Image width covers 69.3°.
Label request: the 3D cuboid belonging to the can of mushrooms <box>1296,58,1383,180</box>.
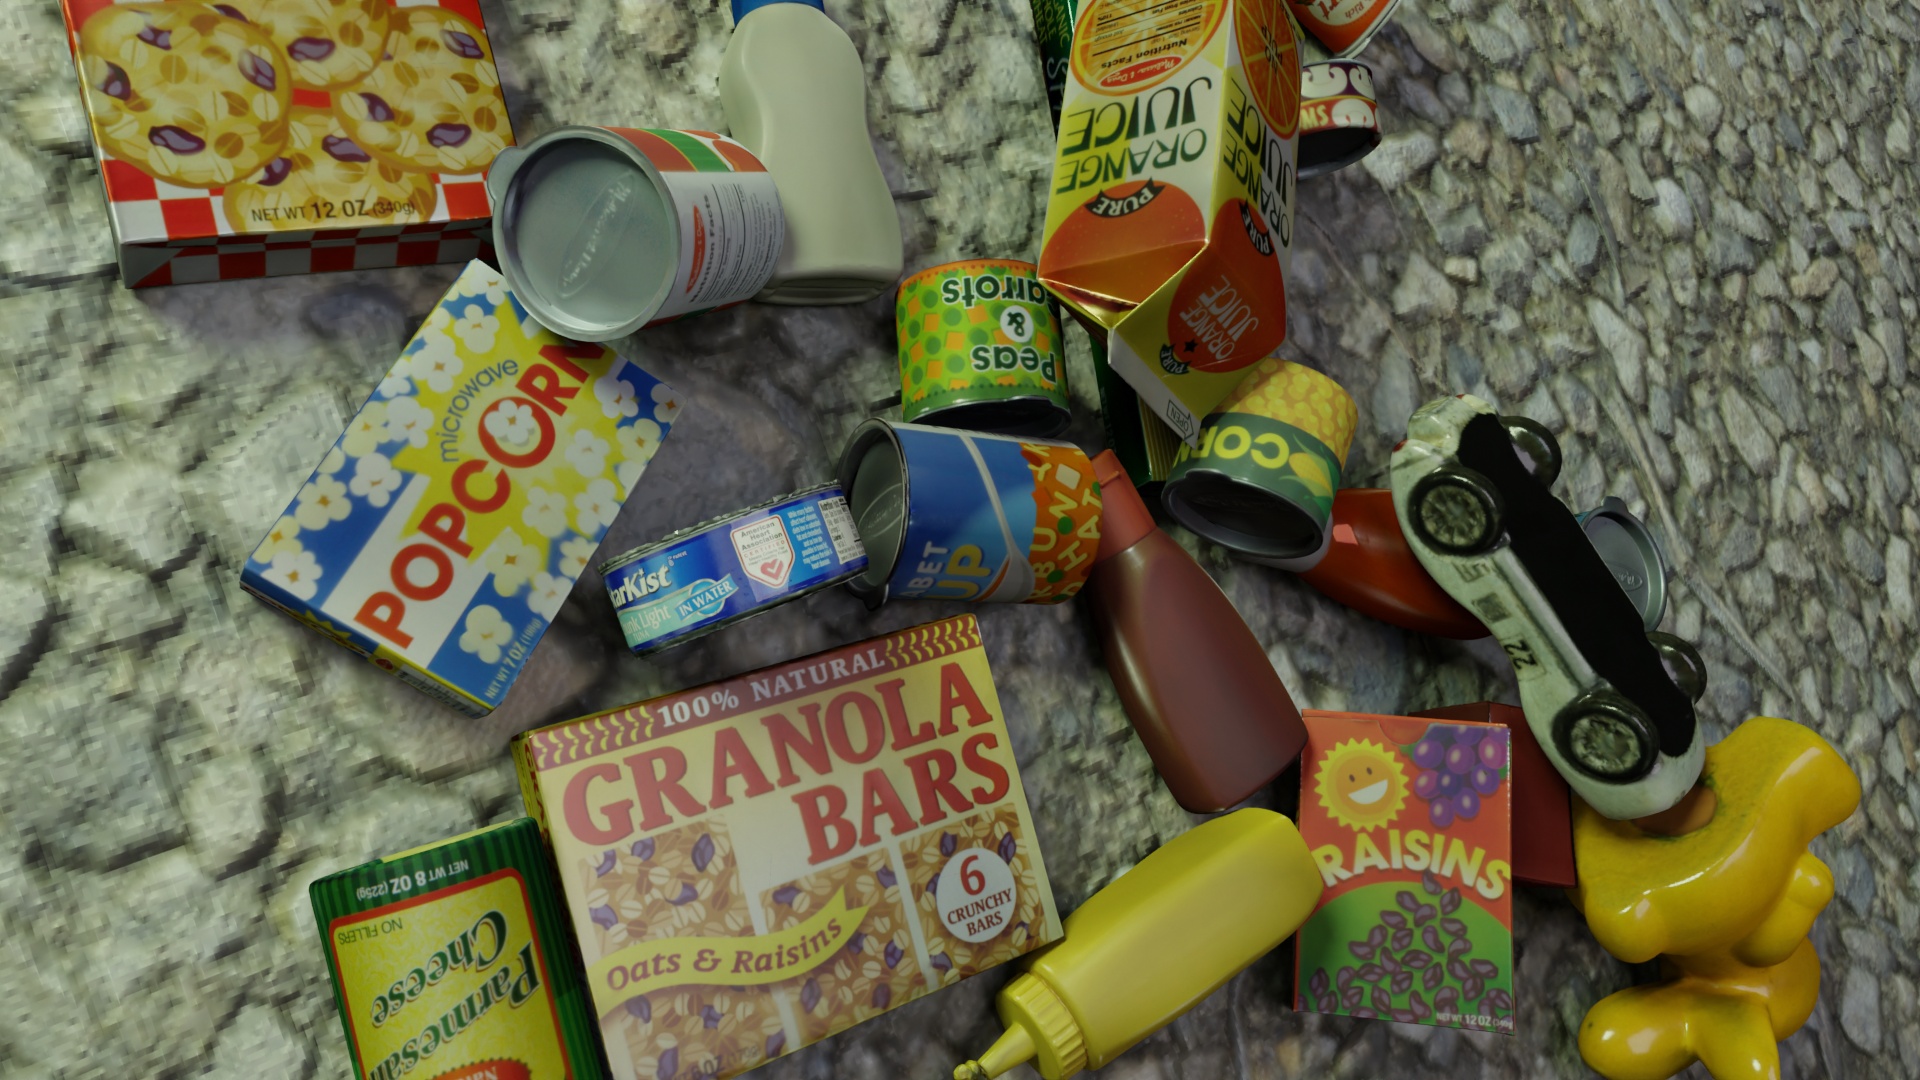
[{"bbox_3d":[0.164,-0.199,0.660,0.071,0.071,0.033,-5,82,-30],"label":"can of mushrooms"}]

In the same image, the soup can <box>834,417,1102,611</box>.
[{"bbox_3d":[0.002,-0.007,0.524,0.084,0.071,0.071,4,76,-28],"label":"soup can"}]

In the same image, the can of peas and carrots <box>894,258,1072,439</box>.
[{"bbox_3d":[0.009,-0.072,0.542,0.071,0.070,0.059,2,77,-29],"label":"can of peas and carrots"}]

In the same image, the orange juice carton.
[{"bbox_3d":[0.084,-0.136,0.544,0.071,0.073,0.193,36,56,-48],"label":"orange juice carton"}]

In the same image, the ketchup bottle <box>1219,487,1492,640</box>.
[{"bbox_3d":[0.187,0.004,0.636,0.149,0.043,0.065,13,69,-26],"label":"ketchup bottle"}]

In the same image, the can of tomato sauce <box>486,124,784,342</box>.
[{"bbox_3d":[-0.107,-0.106,0.470,0.071,0.071,0.083,59,22,-5],"label":"can of tomato sauce"}]

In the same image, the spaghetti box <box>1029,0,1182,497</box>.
[{"bbox_3d":[0.075,-0.143,0.620,0.050,0.028,0.250,-3,80,-30],"label":"spaghetti box"}]

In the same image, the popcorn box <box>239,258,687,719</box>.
[{"bbox_3d":[-0.159,-0.017,0.454,0.085,0.038,0.127,34,64,-17],"label":"popcorn box"}]

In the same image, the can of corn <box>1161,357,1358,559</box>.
[{"bbox_3d":[0.120,-0.034,0.561,0.071,0.071,0.058,29,69,-20],"label":"can of corn"}]

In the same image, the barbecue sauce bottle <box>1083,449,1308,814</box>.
[{"bbox_3d":[0.083,0.035,0.572,0.065,0.043,0.148,-32,93,-30],"label":"barbecue sauce bottle"}]

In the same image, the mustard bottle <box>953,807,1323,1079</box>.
[{"bbox_3d":[0.063,0.158,0.521,0.161,0.065,0.049,-28,88,-25],"label":"mustard bottle"}]

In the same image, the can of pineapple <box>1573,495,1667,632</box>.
[{"bbox_3d":[0.304,0.019,0.689,0.071,0.057,0.071,7,74,-28],"label":"can of pineapple"}]

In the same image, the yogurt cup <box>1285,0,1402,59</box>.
[{"bbox_3d":[0.193,-0.288,0.702,0.054,0.072,0.073,30,65,-11],"label":"yogurt cup"}]

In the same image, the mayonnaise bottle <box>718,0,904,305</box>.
[{"bbox_3d":[-0.064,-0.167,0.543,0.065,0.041,0.148,-5,79,-30],"label":"mayonnaise bottle"}]

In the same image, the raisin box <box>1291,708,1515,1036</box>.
[{"bbox_3d":[0.183,0.137,0.579,0.086,0.040,0.123,2,72,15],"label":"raisin box"}]

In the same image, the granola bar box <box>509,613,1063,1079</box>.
[{"bbox_3d":[-0.056,0.105,0.480,0.166,0.039,0.124,-13,85,-30],"label":"granola bar box"}]

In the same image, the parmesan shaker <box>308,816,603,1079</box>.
[{"bbox_3d":[-0.147,0.141,0.406,0.071,0.071,0.103,-14,84,-31],"label":"parmesan shaker"}]

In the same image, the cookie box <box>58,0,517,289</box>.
[{"bbox_3d":[-0.223,-0.173,0.456,0.123,0.040,0.167,-12,84,-31],"label":"cookie box"}]
